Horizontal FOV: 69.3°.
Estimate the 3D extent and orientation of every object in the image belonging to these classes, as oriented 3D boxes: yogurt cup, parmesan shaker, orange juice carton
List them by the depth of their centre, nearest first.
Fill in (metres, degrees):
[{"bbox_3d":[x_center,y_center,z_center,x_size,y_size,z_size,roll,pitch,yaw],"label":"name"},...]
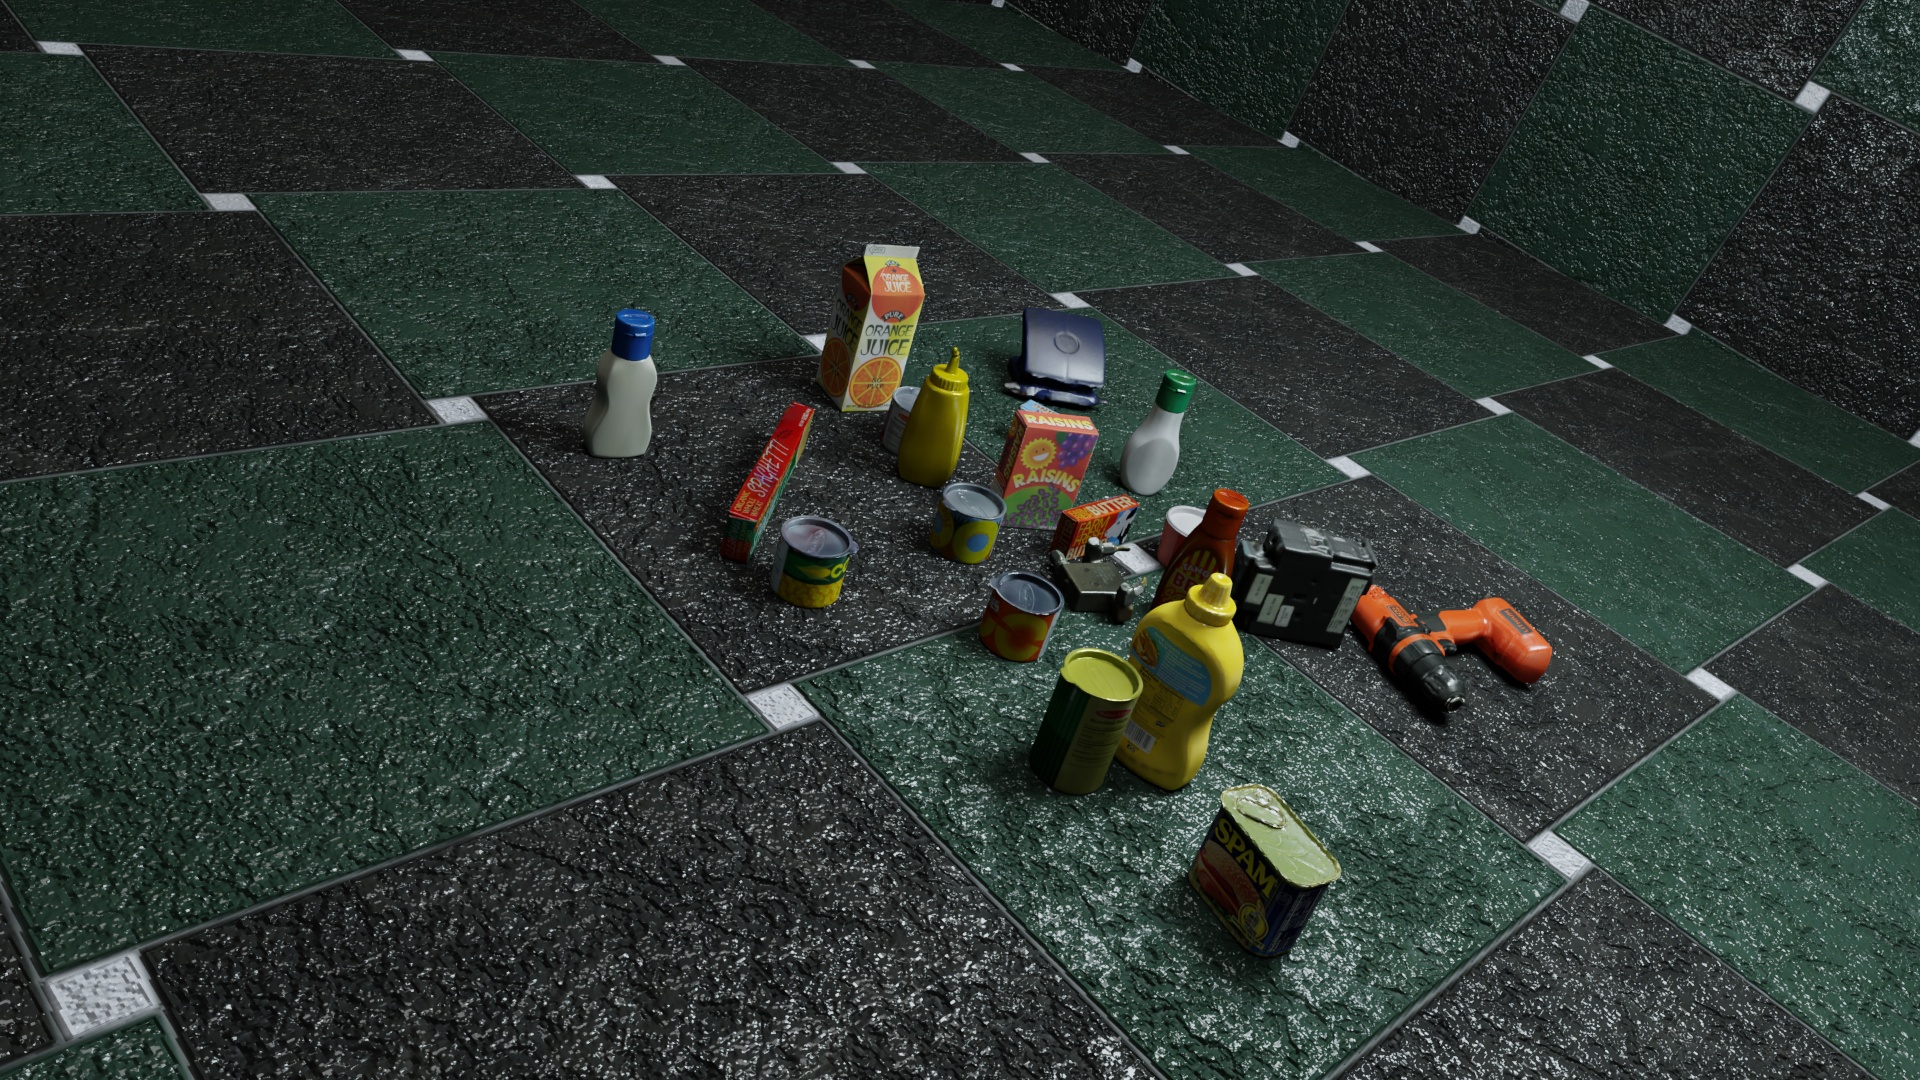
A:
[{"bbox_3d":[0.098,0.148,1.133,0.071,0.102,0.071,13,31,-8],"label":"parmesan shaker"},{"bbox_3d":[0.245,0.003,1.492,0.072,0.053,0.073,13,31,-8],"label":"yogurt cup"},{"bbox_3d":[-0.099,-0.247,1.578,0.072,0.191,0.073,-5,38,-34],"label":"orange juice carton"}]

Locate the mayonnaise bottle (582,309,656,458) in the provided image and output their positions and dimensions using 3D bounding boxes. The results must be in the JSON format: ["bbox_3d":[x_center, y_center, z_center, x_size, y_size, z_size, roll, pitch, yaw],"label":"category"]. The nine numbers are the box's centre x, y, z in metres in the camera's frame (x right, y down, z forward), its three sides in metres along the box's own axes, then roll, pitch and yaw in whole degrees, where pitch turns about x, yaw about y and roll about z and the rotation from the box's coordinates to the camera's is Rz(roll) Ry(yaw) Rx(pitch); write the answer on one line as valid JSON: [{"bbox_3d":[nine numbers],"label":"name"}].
[{"bbox_3d":[-0.326,-0.151,1.349,0.065,0.147,0.041,-4,37,-33],"label":"mayonnaise bottle"}]

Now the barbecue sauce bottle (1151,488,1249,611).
[{"bbox_3d":[0.241,0.020,1.370,0.065,0.147,0.044,24,31,10],"label":"barbecue sauce bottle"}]

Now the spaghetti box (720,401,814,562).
[{"bbox_3d":[-0.189,-0.062,1.373,0.029,0.050,0.251,17,31,-2],"label":"spaghetti box"}]

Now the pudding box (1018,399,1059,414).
[{"bbox_3d":[0.104,-0.124,1.626,0.084,0.049,0.030,27,32,15],"label":"pudding box"}]

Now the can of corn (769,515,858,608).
[{"bbox_3d":[-0.133,0.021,1.261,0.071,0.058,0.071,13,31,-8],"label":"can of corn"}]

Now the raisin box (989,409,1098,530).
[{"bbox_3d":[0.085,-0.073,1.462,0.086,0.122,0.040,5,33,-21],"label":"raisin box"}]

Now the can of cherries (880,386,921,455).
[{"bbox_3d":[-0.049,-0.131,1.549,0.071,0.058,0.072,13,31,-8],"label":"can of cherries"}]

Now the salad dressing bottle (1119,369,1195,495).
[{"bbox_3d":[0.229,-0.124,1.595,0.064,0.146,0.044,11,31,-12],"label":"salad dressing bottle"}]

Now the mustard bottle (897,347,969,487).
[{"bbox_3d":[-0.022,-0.134,1.469,0.065,0.159,0.049,16,30,-4],"label":"mustard bottle"}]

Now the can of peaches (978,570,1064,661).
[{"bbox_3d":[0.053,0.069,1.280,0.071,0.057,0.071,13,31,-8],"label":"can of peaches"}]

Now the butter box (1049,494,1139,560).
[{"bbox_3d":[0.141,-0.014,1.465,0.104,0.052,0.024,-15,43,-42],"label":"butter box"}]

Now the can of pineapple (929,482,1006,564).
[{"bbox_3d":[0.005,-0.017,1.395,0.071,0.057,0.071,13,31,-8],"label":"can of pineapple"}]
